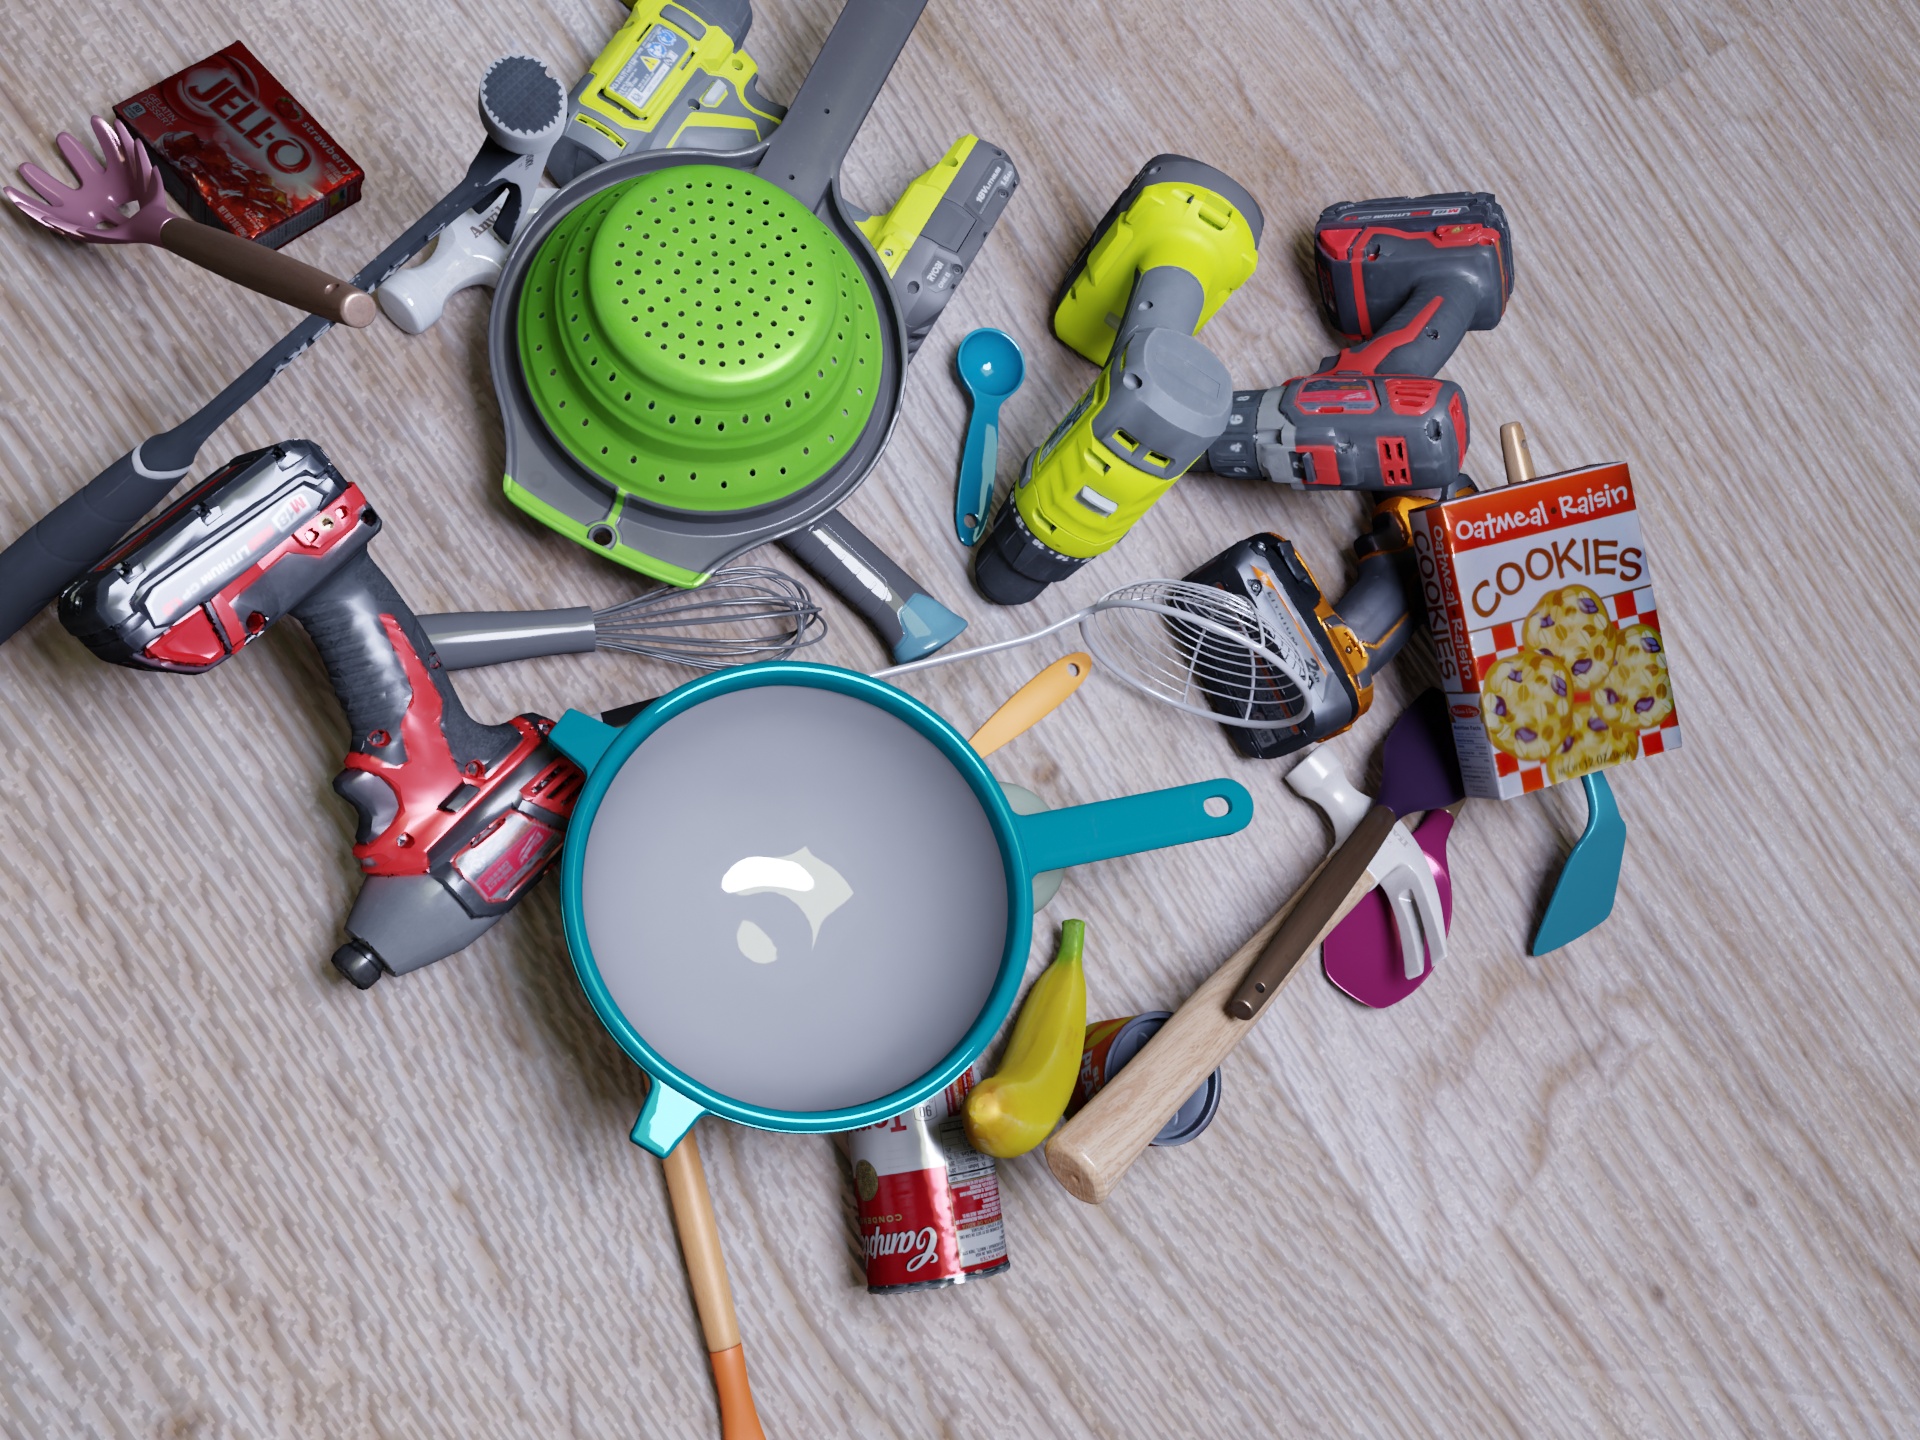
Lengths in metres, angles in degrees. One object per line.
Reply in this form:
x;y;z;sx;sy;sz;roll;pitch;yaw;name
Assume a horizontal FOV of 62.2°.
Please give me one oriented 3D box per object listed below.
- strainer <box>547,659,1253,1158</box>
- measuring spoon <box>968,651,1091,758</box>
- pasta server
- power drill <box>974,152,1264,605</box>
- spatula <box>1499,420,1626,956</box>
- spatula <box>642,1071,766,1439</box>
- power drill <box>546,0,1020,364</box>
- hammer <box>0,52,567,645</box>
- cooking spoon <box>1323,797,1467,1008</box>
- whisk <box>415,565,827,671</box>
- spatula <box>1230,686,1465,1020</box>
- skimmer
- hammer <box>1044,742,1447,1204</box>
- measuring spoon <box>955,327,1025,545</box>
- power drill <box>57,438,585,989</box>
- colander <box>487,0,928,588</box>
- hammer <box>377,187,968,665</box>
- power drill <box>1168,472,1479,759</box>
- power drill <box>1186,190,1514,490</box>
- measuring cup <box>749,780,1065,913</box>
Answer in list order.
-0.022;0.077;0.756;0.340;0.095;0.211;-9;73;-24;strainer
0.034;-0.004;0.868;0.117;0.011;0.021;-39;92;-27;measuring spoon
-0.316;-0.201;0.651;0.060;0.316;0.040;-49;137;-15;pasta server
0.082;-0.180;0.862;0.080;0.190;0.229;28;52;-13;power drill
0.350;-0.019;0.945;0.082;0.044;0.317;-17;96;-33;spatula
-0.109;0.258;0.716;0.081;0.041;0.323;-11;79;-25;spatula
-0.089;-0.311;0.870;0.223;0.080;0.171;31;66;-9;power drill
-0.327;-0.125;0.680;0.409;0.149;0.036;-46;103;-12;hammer
0.303;0.039;0.968;0.069;0.017;0.319;34;64;3;cooking spoon
-0.180;-0.042;0.770;0.239;0.055;0.055;-6;78;-20;whisk
0.223;0.067;0.869;0.060;0.018;0.316;43;46;8;spatula
-0.001;-0.003;0.804;0.363;0.127;0.090;-13;80;-14;skimmer
0.151;0.133;0.812;0.130;0.031;0.331;48;47;7;hammer
0.009;-0.160;0.904;0.042;0.021;0.129;11;80;-21;measuring spoon
-0.261;0.003;0.676;0.143;0.078;0.219;-49;120;-27;power drill
-0.086;-0.262;0.768;0.204;0.094;0.397;26;75;-7;colander
-0.130;-0.146;0.828;0.331;0.033;0.128;42;65;-7;hammer
0.235;-0.086;0.943;0.226;0.084;0.164;-25;85;-31;power drill
0.222;-0.218;0.944;0.227;0.188;0.080;-60;141;-35;power drill
-0.022;0.068;0.808;0.167;0.038;0.083;1;74;-24;measuring cup
